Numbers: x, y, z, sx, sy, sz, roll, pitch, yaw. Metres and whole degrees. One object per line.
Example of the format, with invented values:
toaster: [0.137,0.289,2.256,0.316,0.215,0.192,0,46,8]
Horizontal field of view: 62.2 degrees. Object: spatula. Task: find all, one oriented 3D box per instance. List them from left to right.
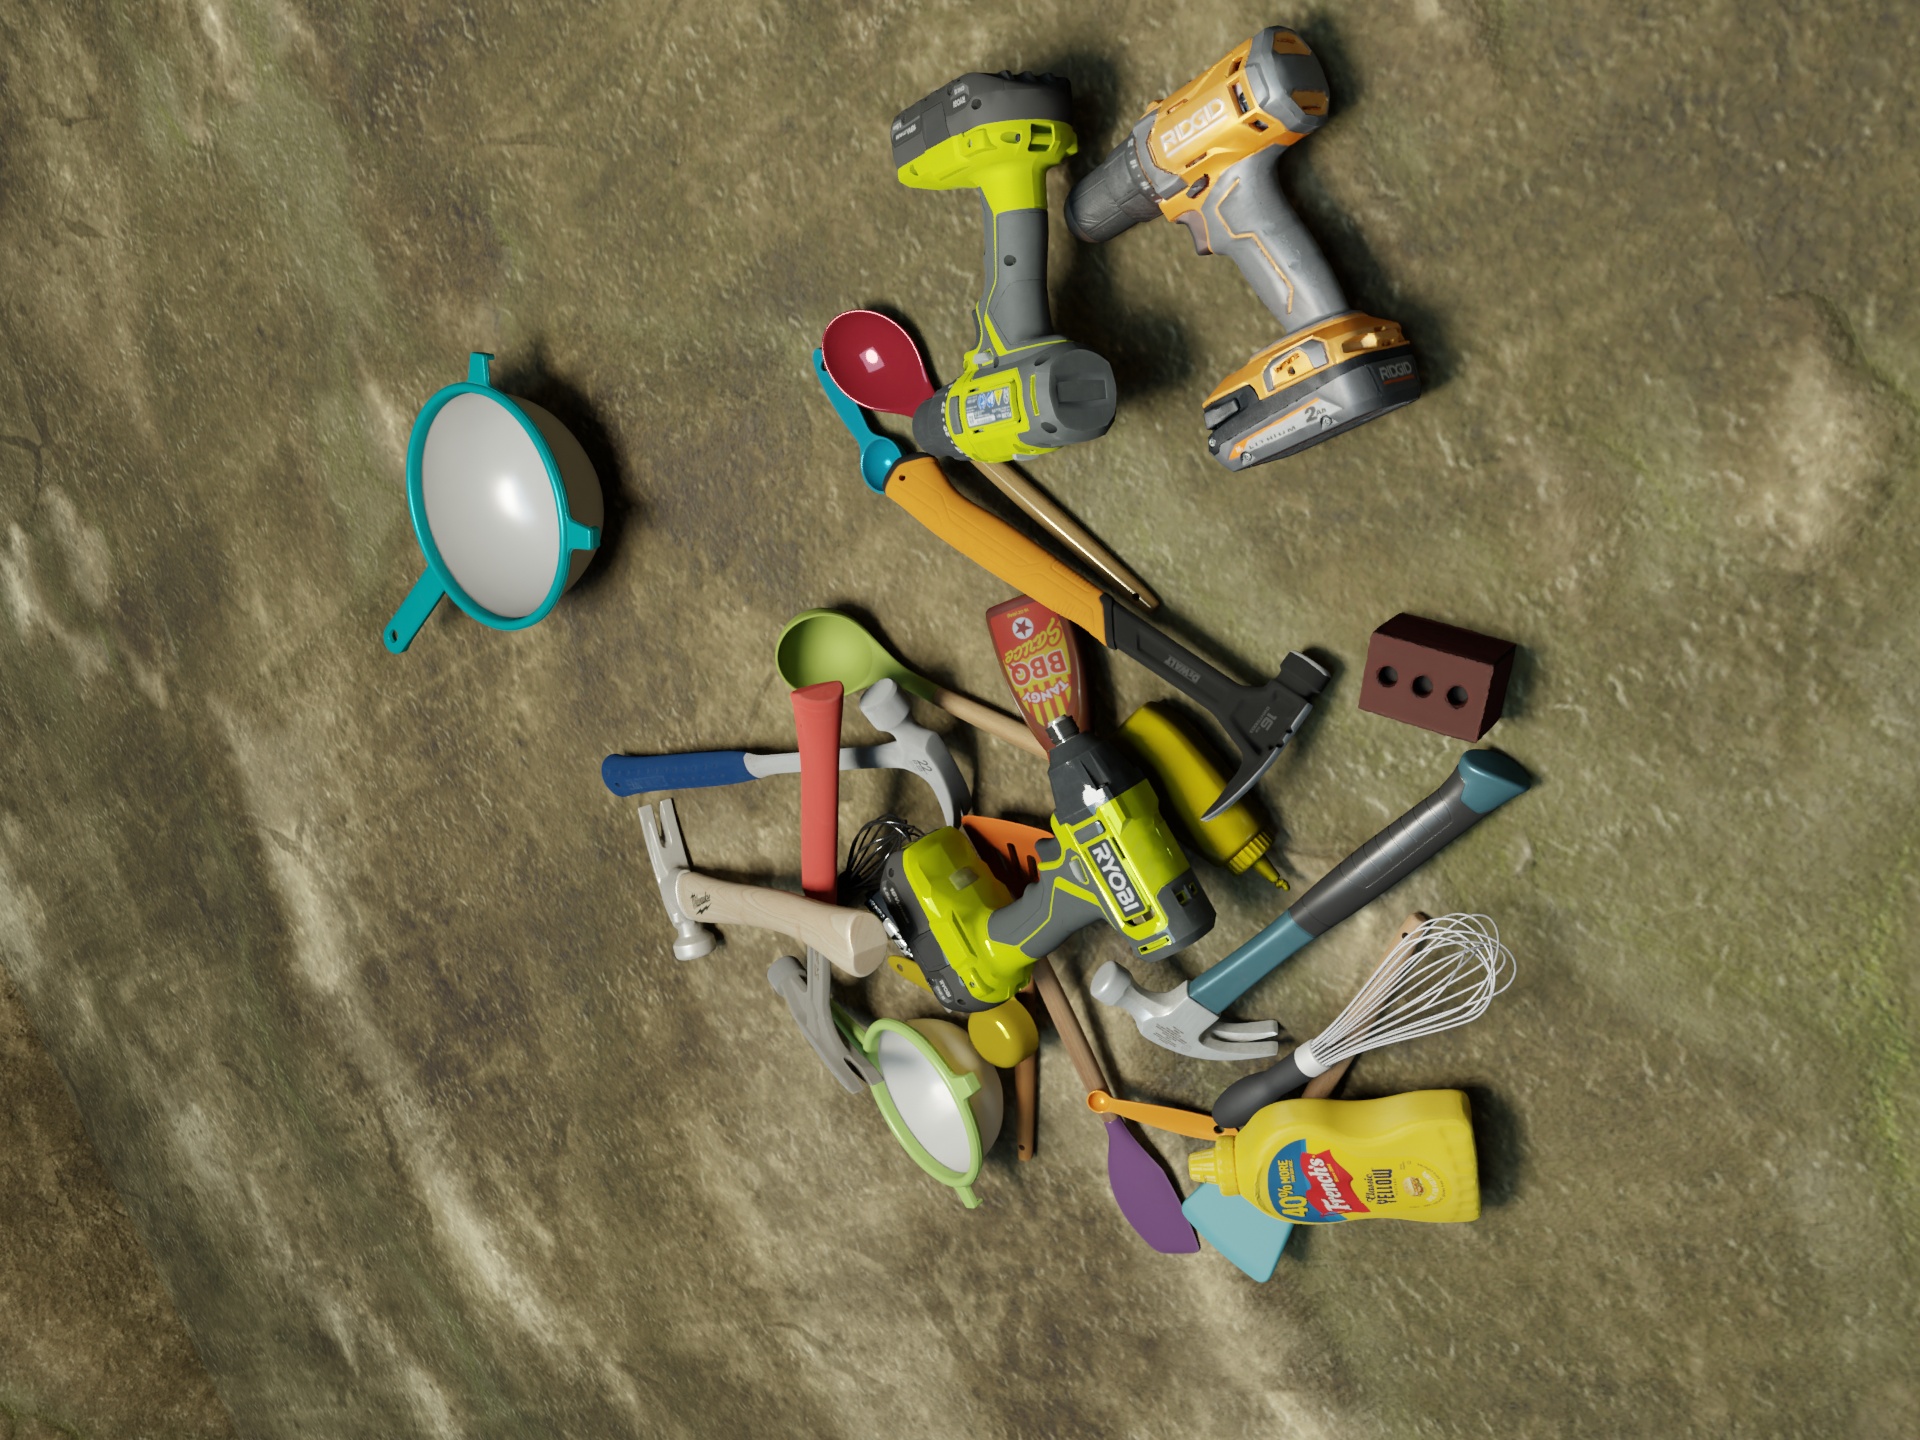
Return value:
spatula: [0.047,0.217,1.256,0.081,0.041,0.322,10,115,27]
spatula: [0.105,0.287,1.236,0.060,0.018,0.315,-14,107,38]
spatula: [0.252,0.261,1.122,0.082,0.044,0.317,38,125,29]

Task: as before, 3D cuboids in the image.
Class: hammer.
hammer: [-0.167,0.142,1.285,0.411,0.038,0.146,-2,104,61]
hammer: [-0.161,0.042,1.323,0.405,0.035,0.144,-5,132,43]
hammer: [-0.105,0.126,1.240,0.149,0.036,0.358,43,142,40]
hammer: [0.078,-0.074,1.082,0.337,0.034,0.127,37,96,16]
hammer: [0.238,0.127,1.063,0.128,0.033,0.331,35,124,-14]

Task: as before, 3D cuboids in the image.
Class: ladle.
ladle: [-0.002,-0.004,1.197,0.320,0.062,0.078,25,124,23]
ladle: [0.022,-0.182,1.128,0.315,0.031,0.069,43,122,12]

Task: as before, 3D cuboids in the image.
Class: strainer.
strainer: [-0.414,-0.160,1.413,0.340,0.095,0.211,-39,81,41]
strainer: [-0.043,0.278,1.342,0.257,0.069,0.151,35,138,42]

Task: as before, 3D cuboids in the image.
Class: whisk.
whisk: [-0.087,0.133,1.297,0.055,0.055,0.239,54,145,6]
whisk: [0.256,0.212,1.059,0.070,0.070,0.284,50,132,9]

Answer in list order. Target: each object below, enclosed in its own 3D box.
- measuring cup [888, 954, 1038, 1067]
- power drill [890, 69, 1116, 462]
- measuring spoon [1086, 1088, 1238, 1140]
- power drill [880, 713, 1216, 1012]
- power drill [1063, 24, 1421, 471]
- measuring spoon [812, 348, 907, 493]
measuring cup: [-0.007,0.229,1.272,0.157,0.029,0.062,23,127,33]
power drill: [0.016,-0.280,1.027,0.191,0.080,0.228,5,103,59]
measuring spoon: [0.154,0.300,1.210,0.117,0.011,0.021,11,111,9]
power drill: [0.053,0.106,1.113,0.223,0.080,0.171,-31,86,41]
power drill: [0.161,-0.268,0.960,0.185,0.084,0.226,-20,91,47]
measuring spoon: [-0.073,-0.227,1.191,0.042,0.021,0.129,-40,73,38]
